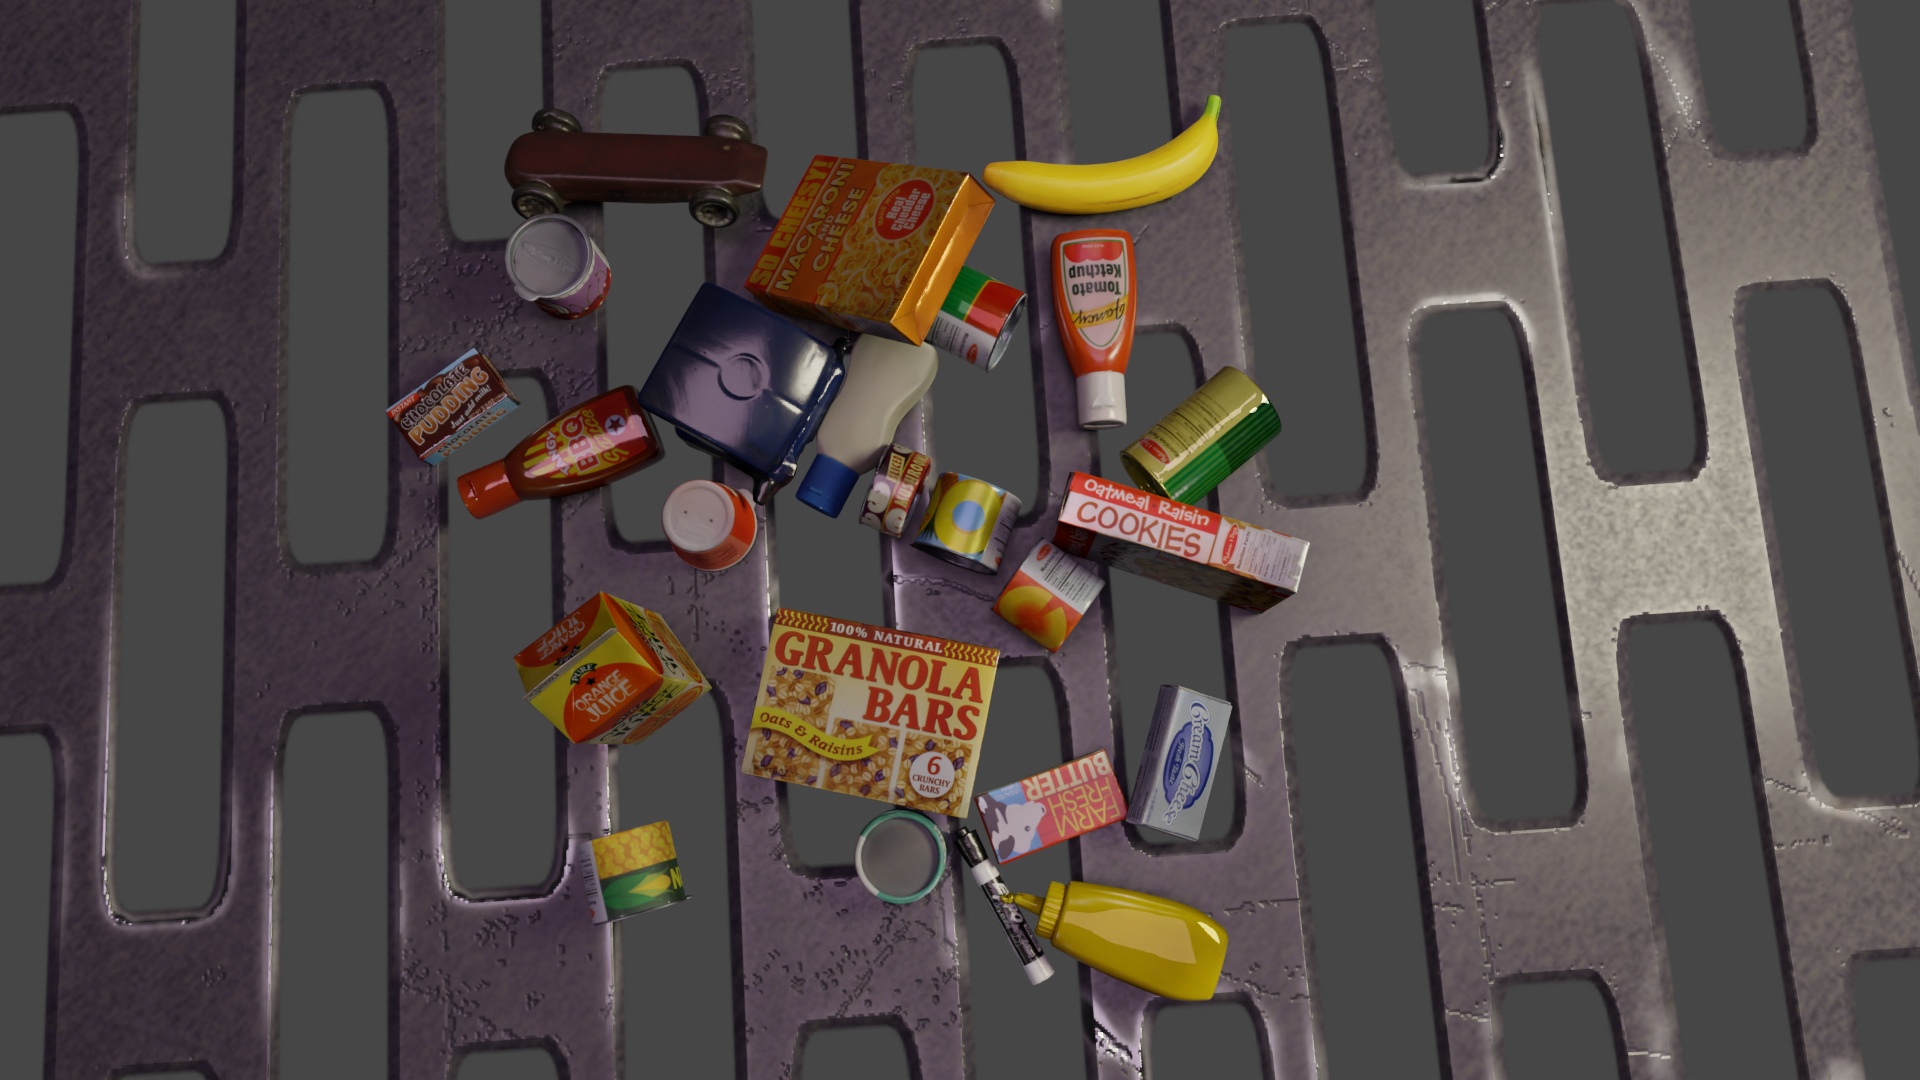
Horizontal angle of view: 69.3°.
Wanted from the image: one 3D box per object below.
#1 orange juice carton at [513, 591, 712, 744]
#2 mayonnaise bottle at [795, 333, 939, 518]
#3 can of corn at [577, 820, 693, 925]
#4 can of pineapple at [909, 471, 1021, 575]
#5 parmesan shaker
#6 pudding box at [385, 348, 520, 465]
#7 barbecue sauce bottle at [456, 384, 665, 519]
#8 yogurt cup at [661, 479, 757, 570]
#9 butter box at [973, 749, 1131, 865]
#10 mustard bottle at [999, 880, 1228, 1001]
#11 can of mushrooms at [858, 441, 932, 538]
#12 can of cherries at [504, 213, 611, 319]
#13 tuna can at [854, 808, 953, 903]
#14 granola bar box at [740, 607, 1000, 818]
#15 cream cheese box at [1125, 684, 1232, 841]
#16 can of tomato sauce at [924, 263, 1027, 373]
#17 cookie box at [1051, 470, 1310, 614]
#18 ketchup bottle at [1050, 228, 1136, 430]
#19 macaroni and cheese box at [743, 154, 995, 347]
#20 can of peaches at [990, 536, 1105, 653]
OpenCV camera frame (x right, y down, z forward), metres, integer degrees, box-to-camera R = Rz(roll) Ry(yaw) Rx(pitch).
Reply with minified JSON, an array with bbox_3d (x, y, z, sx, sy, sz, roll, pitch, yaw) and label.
[{"bbox_3d":[-0.237,0.089,0.945,0.072,0.192,0.073,-37,82,-3],"label":"orange juice carton"},{"bbox_3d":[-0.075,-0.089,1.049,0.065,0.041,0.148,27,84,12],"label":"mayonnaise bottle"},{"bbox_3d":[-0.231,0.235,0.986,0.071,0.071,0.058,-15,81,-1],"label":"can of corn"},{"bbox_3d":[0.004,-0.013,1.021,0.071,0.071,0.058,20,82,4],"label":"can of pineapple"},{"bbox_3d":[0.179,-0.070,1.026,0.103,0.071,0.071,-39,82,-5],"label":"parmesan shaker"},{"bbox_3d":[-0.387,-0.102,1.061,0.084,0.030,0.050,-36,81,-5],"label":"pudding box"},{"bbox_3d":[-0.302,-0.061,1.046,0.149,0.043,0.065,-24,82,-2],"label":"barbecue sauce bottle"},{"bbox_3d":[-0.189,-0.014,1.031,0.072,0.054,0.072,0,82,2],"label":"yogurt cup"},{"bbox_3d":[0.066,0.193,1.007,0.103,0.024,0.053,-20,81,-2],"label":"butter box"},{"bbox_3d":[0.105,0.274,0.981,0.160,0.048,0.065,18,81,5],"label":"mustard bottle"},{"bbox_3d":[-0.047,-0.038,1.024,0.033,0.071,0.071,23,82,3],"label":"can of mushrooms"},{"bbox_3d":[-0.309,-0.207,1.063,0.071,0.058,0.071,0,82,0],"label":"can of cherries"},{"bbox_3d":[-0.040,0.226,1.000,0.071,0.033,0.071,0,81,2],"label":"tuna can"},{"bbox_3d":[-0.064,0.125,1.014,0.166,0.039,0.124,11,82,3],"label":"granola bar box"},{"bbox_3d":[0.158,0.159,1.000,0.053,0.024,0.104,21,80,-29],"label":"cream cheese box"},{"bbox_3d":[0.000,-0.175,1.049,0.083,0.071,0.071,27,83,6],"label":"can of tomato sauce"},{"bbox_3d":[0.150,0.002,0.987,0.167,0.122,0.040,17,81,4],"label":"cookie box"},{"bbox_3d":[0.104,-0.159,1.055,0.065,0.043,0.149,-3,81,1],"label":"ketchup bottle"},{"bbox_3d":[-0.070,-0.217,1.025,0.166,0.040,0.124,20,79,41],"label":"macaroni and cheese box"},{"bbox_3d":[0.063,0.042,1.013,0.058,0.071,0.071,35,83,6],"label":"can of peaches"}]
